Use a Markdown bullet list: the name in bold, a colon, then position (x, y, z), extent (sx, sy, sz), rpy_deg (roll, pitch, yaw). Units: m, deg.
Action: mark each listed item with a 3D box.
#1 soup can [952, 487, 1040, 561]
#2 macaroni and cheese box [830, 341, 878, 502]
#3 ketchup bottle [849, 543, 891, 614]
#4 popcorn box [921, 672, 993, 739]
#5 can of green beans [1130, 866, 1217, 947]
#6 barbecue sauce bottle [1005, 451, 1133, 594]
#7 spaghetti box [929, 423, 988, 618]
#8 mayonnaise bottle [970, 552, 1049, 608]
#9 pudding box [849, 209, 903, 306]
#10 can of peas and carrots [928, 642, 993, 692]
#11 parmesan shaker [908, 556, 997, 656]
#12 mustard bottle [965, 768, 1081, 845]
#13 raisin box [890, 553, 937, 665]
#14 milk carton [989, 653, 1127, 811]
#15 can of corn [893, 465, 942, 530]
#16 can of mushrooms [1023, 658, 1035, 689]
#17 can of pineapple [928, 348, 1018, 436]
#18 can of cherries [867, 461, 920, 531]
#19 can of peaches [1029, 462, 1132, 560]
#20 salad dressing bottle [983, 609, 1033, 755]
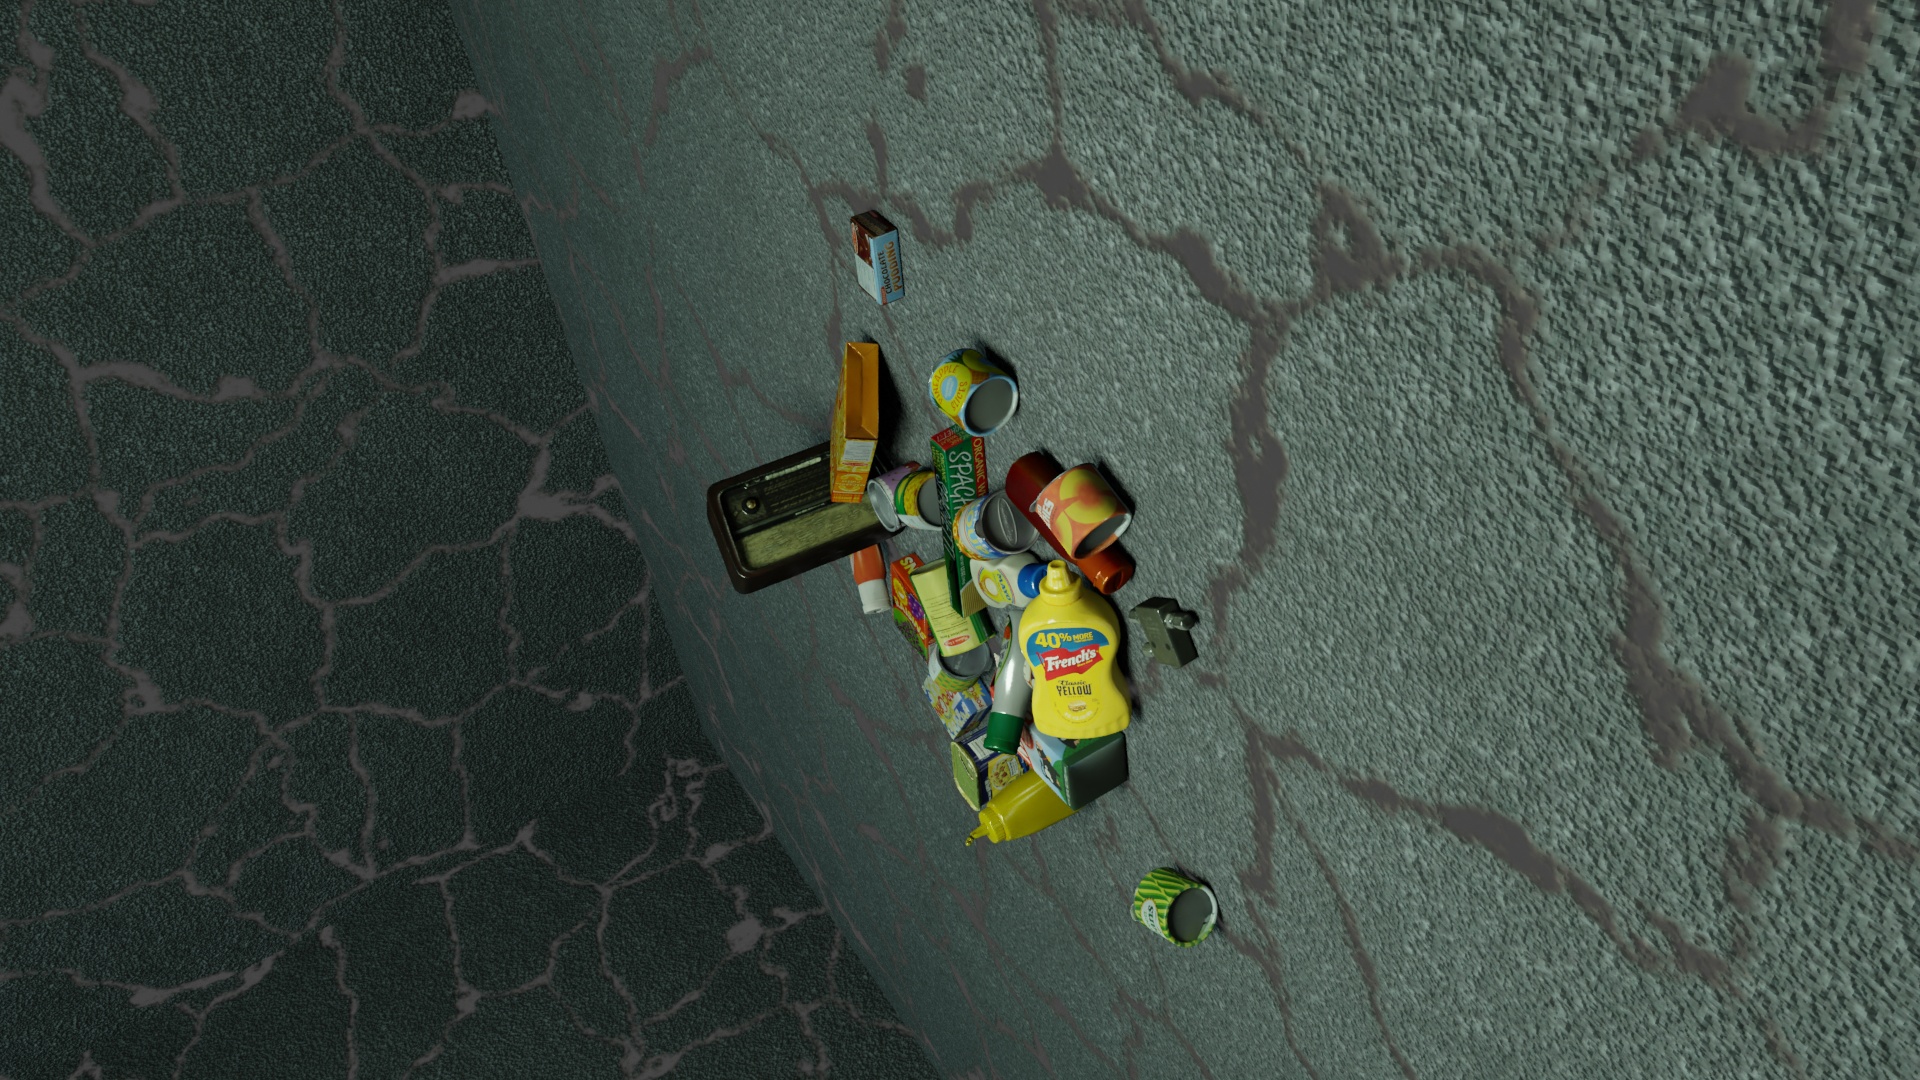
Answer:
- **soup can**: position (0.033, -0.014, 1.394), extent (0.071, 0.071, 0.083), rpy_deg (65, 160, -3)
- **macaroni and cheese box**: position (-0.123, -0.133, 1.596), extent (0.165, 0.040, 0.124), rpy_deg (114, 157, -64)
- **ketchup bottle**: position (-0.122, 0.019, 1.793), extent (0.064, 0.043, 0.149), rpy_deg (115, 142, -75)
- **popcorn box**: position (-0.004, 0.197, 1.784), extent (0.085, 0.038, 0.126), rpy_deg (58, 159, 14)
- **can of green beans**: position (0.219, 0.374, 1.416), extent (0.058, 0.071, 0.071), rpy_deg (10, 124, 65)
- **barbecue sauce bottle**: position (0.099, -0.013, 1.276), extent (0.149, 0.044, 0.064), rpy_deg (51, 156, 30)
- **spaghetti box**: position (0.005, -0.019, 1.486), extent (0.029, 0.050, 0.248), rpy_deg (43, 151, 40)
- **mayonnaise bottle**: position (0.059, 0.040, 1.439), extent (0.064, 0.041, 0.148), rpy_deg (67, 160, -9)
- **pudding box**: position (-0.084, -0.287, 1.410), extent (0.050, 0.030, 0.083), rpy_deg (47, 154, 39)
- **can of peas and carrots**: position (0.000, 0.145, 1.677), extent (0.071, 0.071, 0.058), rpy_deg (58, 159, 14)
- **parmesan shaker**: position (-0.009, 0.073, 1.614), extent (0.071, 0.071, 0.103), rpy_deg (-1, 113, 68)
- **mustard bottle**: position (0.071, 0.295, 1.546), extent (0.049, 0.161, 0.065), rpy_deg (20, 132, 63)
- **raisin box**: position (-0.051, 0.087, 1.766), extent (0.086, 0.040, 0.122), rpy_deg (51, 155, 33)
- **milk carton**: position (0.093, 0.196, 1.498), extent (0.191, 0.074, 0.072), rpy_deg (42, 150, 46)
- **can of corn**: position (-0.032, -0.047, 1.525), extent (0.058, 0.071, 0.071), rpy_deg (6, 120, 65)
- **can of mushrooms**: position (0.099, 0.129, 1.413), extent (0.033, 0.071, 0.070), rpy_deg (37, 147, 52)
- **can of pineapple**: position (0.011, -0.139, 1.300), extent (0.058, 0.071, 0.070), rpy_deg (43, 151, 41)
- **can of cherries**: position (-0.066, -0.050, 1.609), extent (0.072, 0.058, 0.071), rpy_deg (49, 154, 34)
- **can of peaches**: position (0.105, -0.023, 1.209), extent (0.058, 0.071, 0.071), rpy_deg (54, 157, 21)
- **salad dressing bottle**: position (0.057, 0.148, 1.449), extent (0.064, 0.044, 0.148), rpy_deg (115, 168, -75)
